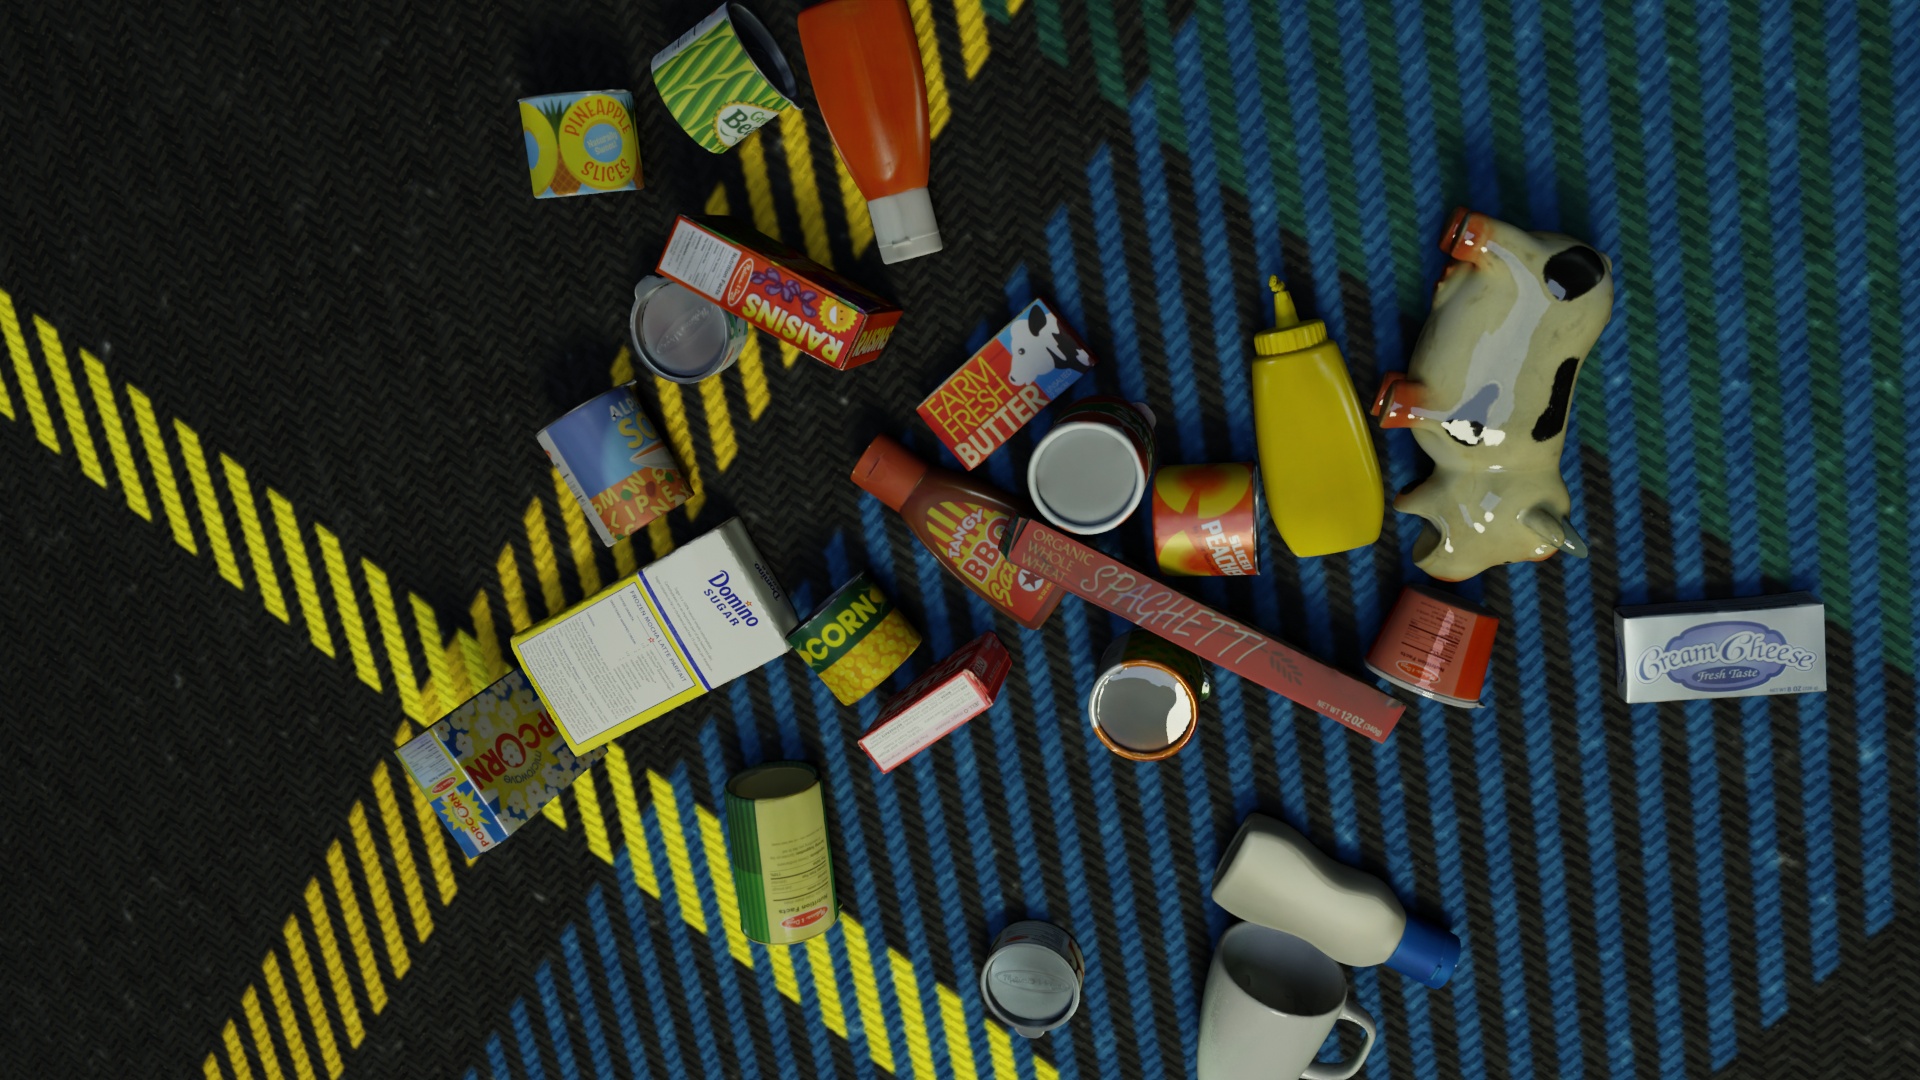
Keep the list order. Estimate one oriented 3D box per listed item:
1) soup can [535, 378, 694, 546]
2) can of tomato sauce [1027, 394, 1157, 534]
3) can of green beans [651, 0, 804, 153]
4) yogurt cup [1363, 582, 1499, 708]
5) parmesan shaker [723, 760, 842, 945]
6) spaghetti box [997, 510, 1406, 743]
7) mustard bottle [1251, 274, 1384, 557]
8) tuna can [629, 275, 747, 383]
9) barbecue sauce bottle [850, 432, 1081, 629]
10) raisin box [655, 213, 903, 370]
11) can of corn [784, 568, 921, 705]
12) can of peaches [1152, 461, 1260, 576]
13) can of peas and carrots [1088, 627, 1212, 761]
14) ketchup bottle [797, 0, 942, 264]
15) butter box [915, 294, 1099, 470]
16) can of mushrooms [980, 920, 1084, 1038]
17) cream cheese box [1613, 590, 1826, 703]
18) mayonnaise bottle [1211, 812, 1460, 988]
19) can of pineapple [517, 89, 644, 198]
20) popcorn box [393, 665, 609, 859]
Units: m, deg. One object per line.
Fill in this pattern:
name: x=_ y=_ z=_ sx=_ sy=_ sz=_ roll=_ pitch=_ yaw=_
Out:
soup can: x=-0.215 y=-0.049 z=0.877 sx=0.071 sy=0.071 sz=0.083 roll=-29 pitch=98 yaw=18
can of tomato sauce: x=0.079 y=-0.046 z=0.802 sx=0.071 sy=0.083 sz=0.071 roll=3 pitch=106 yaw=12
can of green beans: x=-0.135 y=-0.266 z=0.800 sx=0.057 sy=0.071 sz=0.071 roll=-29 pitch=97 yaw=19
yogurt cup: x=0.273 y=0.058 z=0.798 sx=0.072 sy=0.072 sz=0.054 roll=19 pitch=100 yaw=7
parmesan shaker: x=-0.117 y=0.205 z=0.925 sx=0.071 sy=0.071 sz=0.102 roll=-2 pitch=104 yaw=13
spaghetti box: x=0.137 y=0.049 z=0.806 sx=0.250 sy=0.050 sz=0.028 roll=26 pitch=94 yaw=-7
mustard bottle: x=0.197 y=-0.073 z=0.786 sx=0.065 sy=0.049 sz=0.160 roll=-11 pitch=101 yaw=14
tuna can: x=-0.169 y=-0.134 z=0.861 sx=0.071 sy=0.033 sz=0.071 roll=3 pitch=105 yaw=12
barbecue sauce bottle: x=0.003 y=-0.011 z=0.850 sx=0.148 sy=0.044 sz=0.064 roll=35 pitch=106 yaw=2
raisin box: x=-0.103 y=-0.147 z=0.814 sx=0.123 sy=0.086 sz=0.040 roll=29 pitch=105 yaw=4
can of corn: x=-0.067 y=0.061 z=0.870 sx=0.071 sy=0.071 sz=0.058 roll=-39 pitch=95 yaw=19
can of peaches: x=0.143 y=-0.010 z=0.804 sx=0.058 sy=0.071 sz=0.071 roll=-1 pitch=105 yaw=14
can of peas and carrots: x=0.116 y=0.094 z=0.844 sx=0.071 sy=0.059 sz=0.070 roll=3 pitch=106 yaw=12
ketchup bottle: x=-0.046 y=-0.236 z=0.800 sx=0.064 sy=0.044 sz=0.148 roll=-11 pitch=102 yaw=16
butter box: x=0.028 y=-0.094 z=0.832 sx=0.103 sy=0.024 sz=0.053 roll=-41 pitch=93 yaw=19
can of mushrooms: x=0.048 y=0.292 z=0.926 sx=0.071 sy=0.033 sz=0.070 roll=3 pitch=105 yaw=11
cream cheese box: x=0.427 y=0.061 z=0.783 sx=0.104 sy=0.024 sz=0.053 roll=-6 pitch=102 yaw=14
mayonnaise bottle: x=0.234 y=0.229 z=0.864 sx=0.148 sy=0.041 sz=0.064 roll=26 pitch=110 yaw=4
can of pineapple: x=-0.224 y=-0.236 z=0.827 sx=0.071 sy=0.071 sz=0.057 roll=-2 pitch=105 yaw=13
popcorn box: x=-0.297 y=0.138 z=0.913 sx=0.038 sy=0.127 sz=0.085 roll=-30 pitch=96 yaw=23
